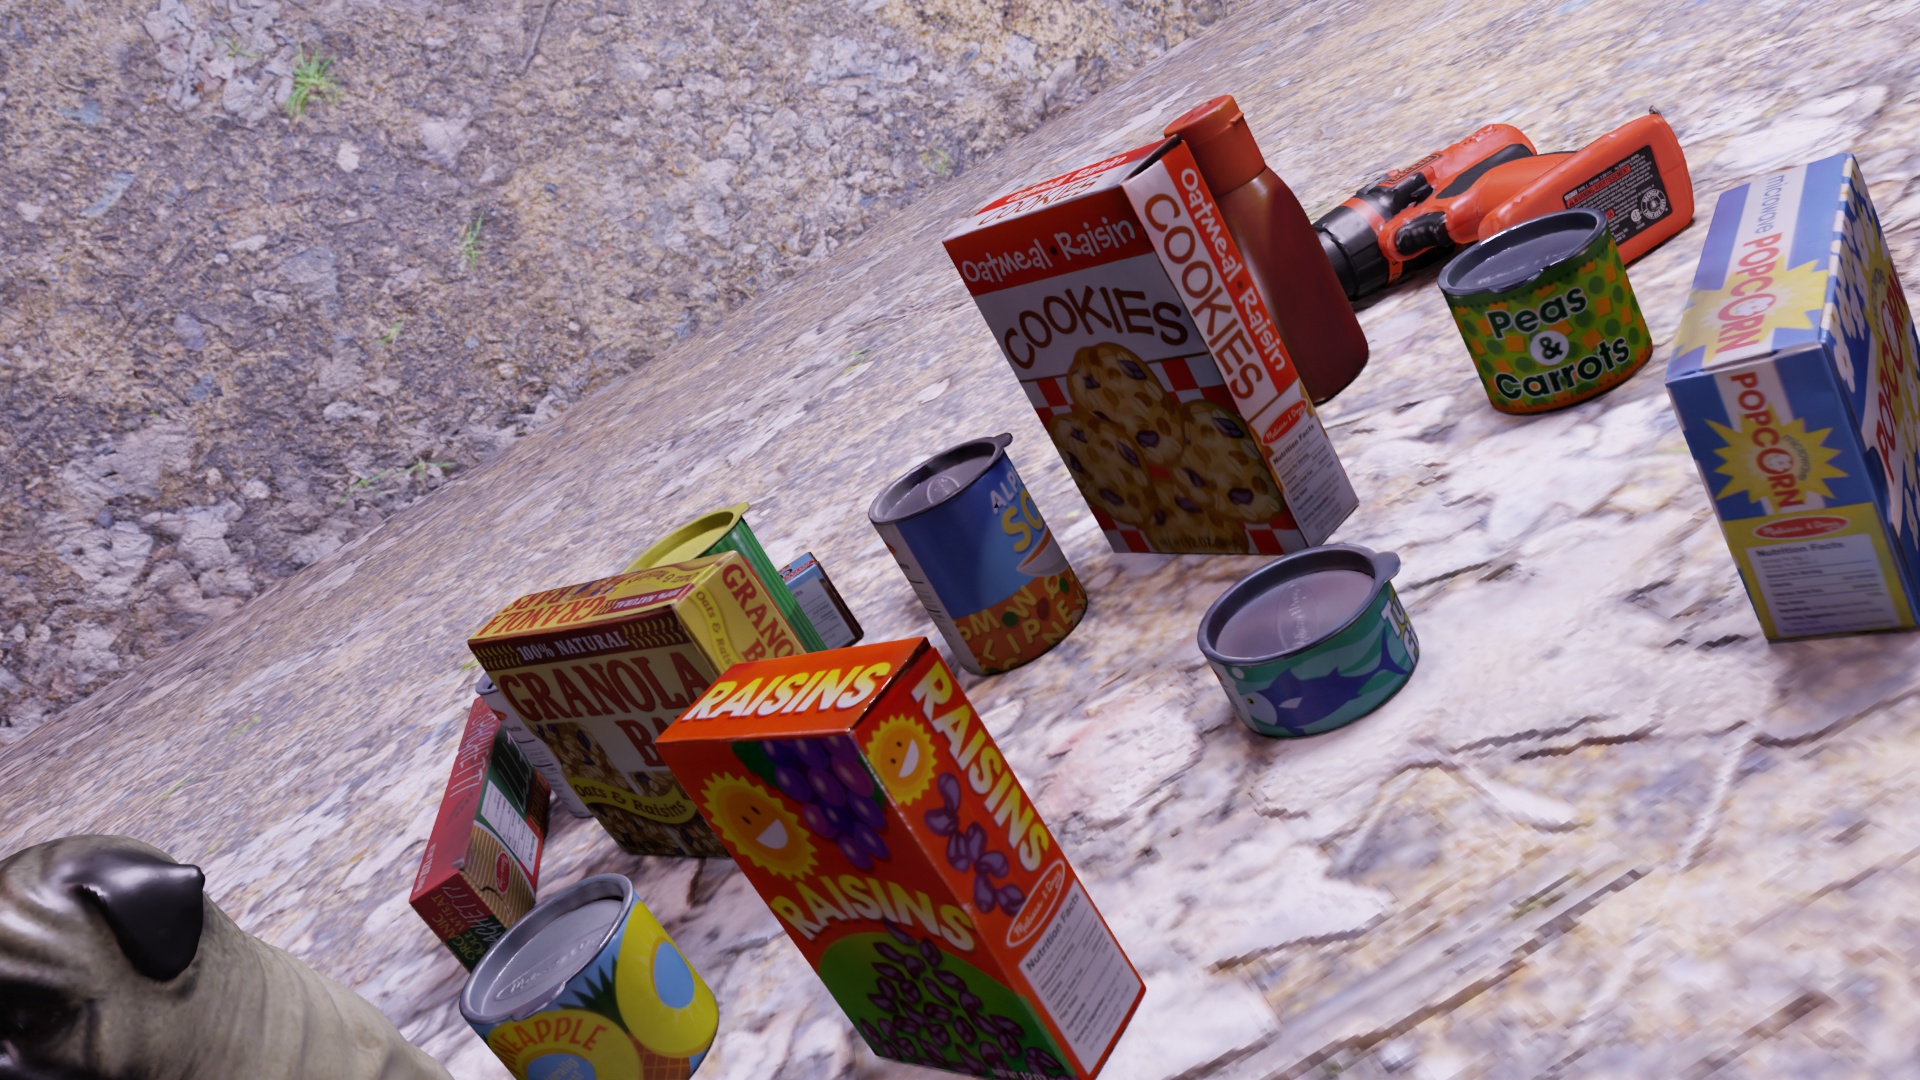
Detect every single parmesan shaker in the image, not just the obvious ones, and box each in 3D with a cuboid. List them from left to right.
[{"bbox_3d":[-0.103,0.043,0.655,0.071,0.103,0.071,-27,19,10],"label":"parmesan shaker"}]

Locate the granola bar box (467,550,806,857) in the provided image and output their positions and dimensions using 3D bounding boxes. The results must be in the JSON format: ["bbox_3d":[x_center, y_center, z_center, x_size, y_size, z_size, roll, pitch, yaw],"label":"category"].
[{"bbox_3d":[-0.118,0.073,0.569,0.165,0.124,0.039,-11,27,45],"label":"granola bar box"}]

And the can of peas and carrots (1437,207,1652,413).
[{"bbox_3d":[0.234,-0.091,0.556,0.071,0.058,0.071,-27,19,10],"label":"can of peas and carrots"}]

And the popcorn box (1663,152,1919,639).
[{"bbox_3d":[0.239,-0.044,0.389,0.038,0.085,0.127,-14,25,42],"label":"popcorn box"}]

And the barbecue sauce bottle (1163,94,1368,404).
[{"bbox_3d":[0.147,-0.141,0.674,0.043,0.148,0.065,-10,27,46],"label":"barbecue sauce bottle"}]

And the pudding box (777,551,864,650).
[{"bbox_3d":[-0.099,0.049,0.716,0.084,0.049,0.030,-33,19,-8],"label":"pudding box"}]

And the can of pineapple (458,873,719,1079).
[{"bbox_3d":[-0.124,0.157,0.467,0.071,0.057,0.071,-27,19,10],"label":"can of pineapple"}]

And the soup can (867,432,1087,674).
[{"bbox_3d":[0.011,0.005,0.609,0.071,0.083,0.071,-27,19,10],"label":"soup can"}]

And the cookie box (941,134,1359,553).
[{"bbox_3d":[0.077,-0.073,0.578,0.040,0.167,0.123,-41,21,-26],"label":"cookie box"}]

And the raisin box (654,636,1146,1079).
[{"bbox_3d":[-0.016,0.088,0.379,0.086,0.123,0.040,-11,27,45],"label":"raisin box"}]

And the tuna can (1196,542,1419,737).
[{"bbox_3d":[0.118,0.032,0.461,0.071,0.032,0.071,-27,19,10],"label":"tuna can"}]

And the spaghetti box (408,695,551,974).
[{"bbox_3d":[-0.235,0.134,0.706,0.029,0.050,0.250,-32,19,-3],"label":"spaghetti box"}]

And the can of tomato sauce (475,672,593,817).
[{"bbox_3d":[-0.192,0.087,0.708,0.071,0.083,0.071,-27,19,10],"label":"can of tomato sauce"}]
